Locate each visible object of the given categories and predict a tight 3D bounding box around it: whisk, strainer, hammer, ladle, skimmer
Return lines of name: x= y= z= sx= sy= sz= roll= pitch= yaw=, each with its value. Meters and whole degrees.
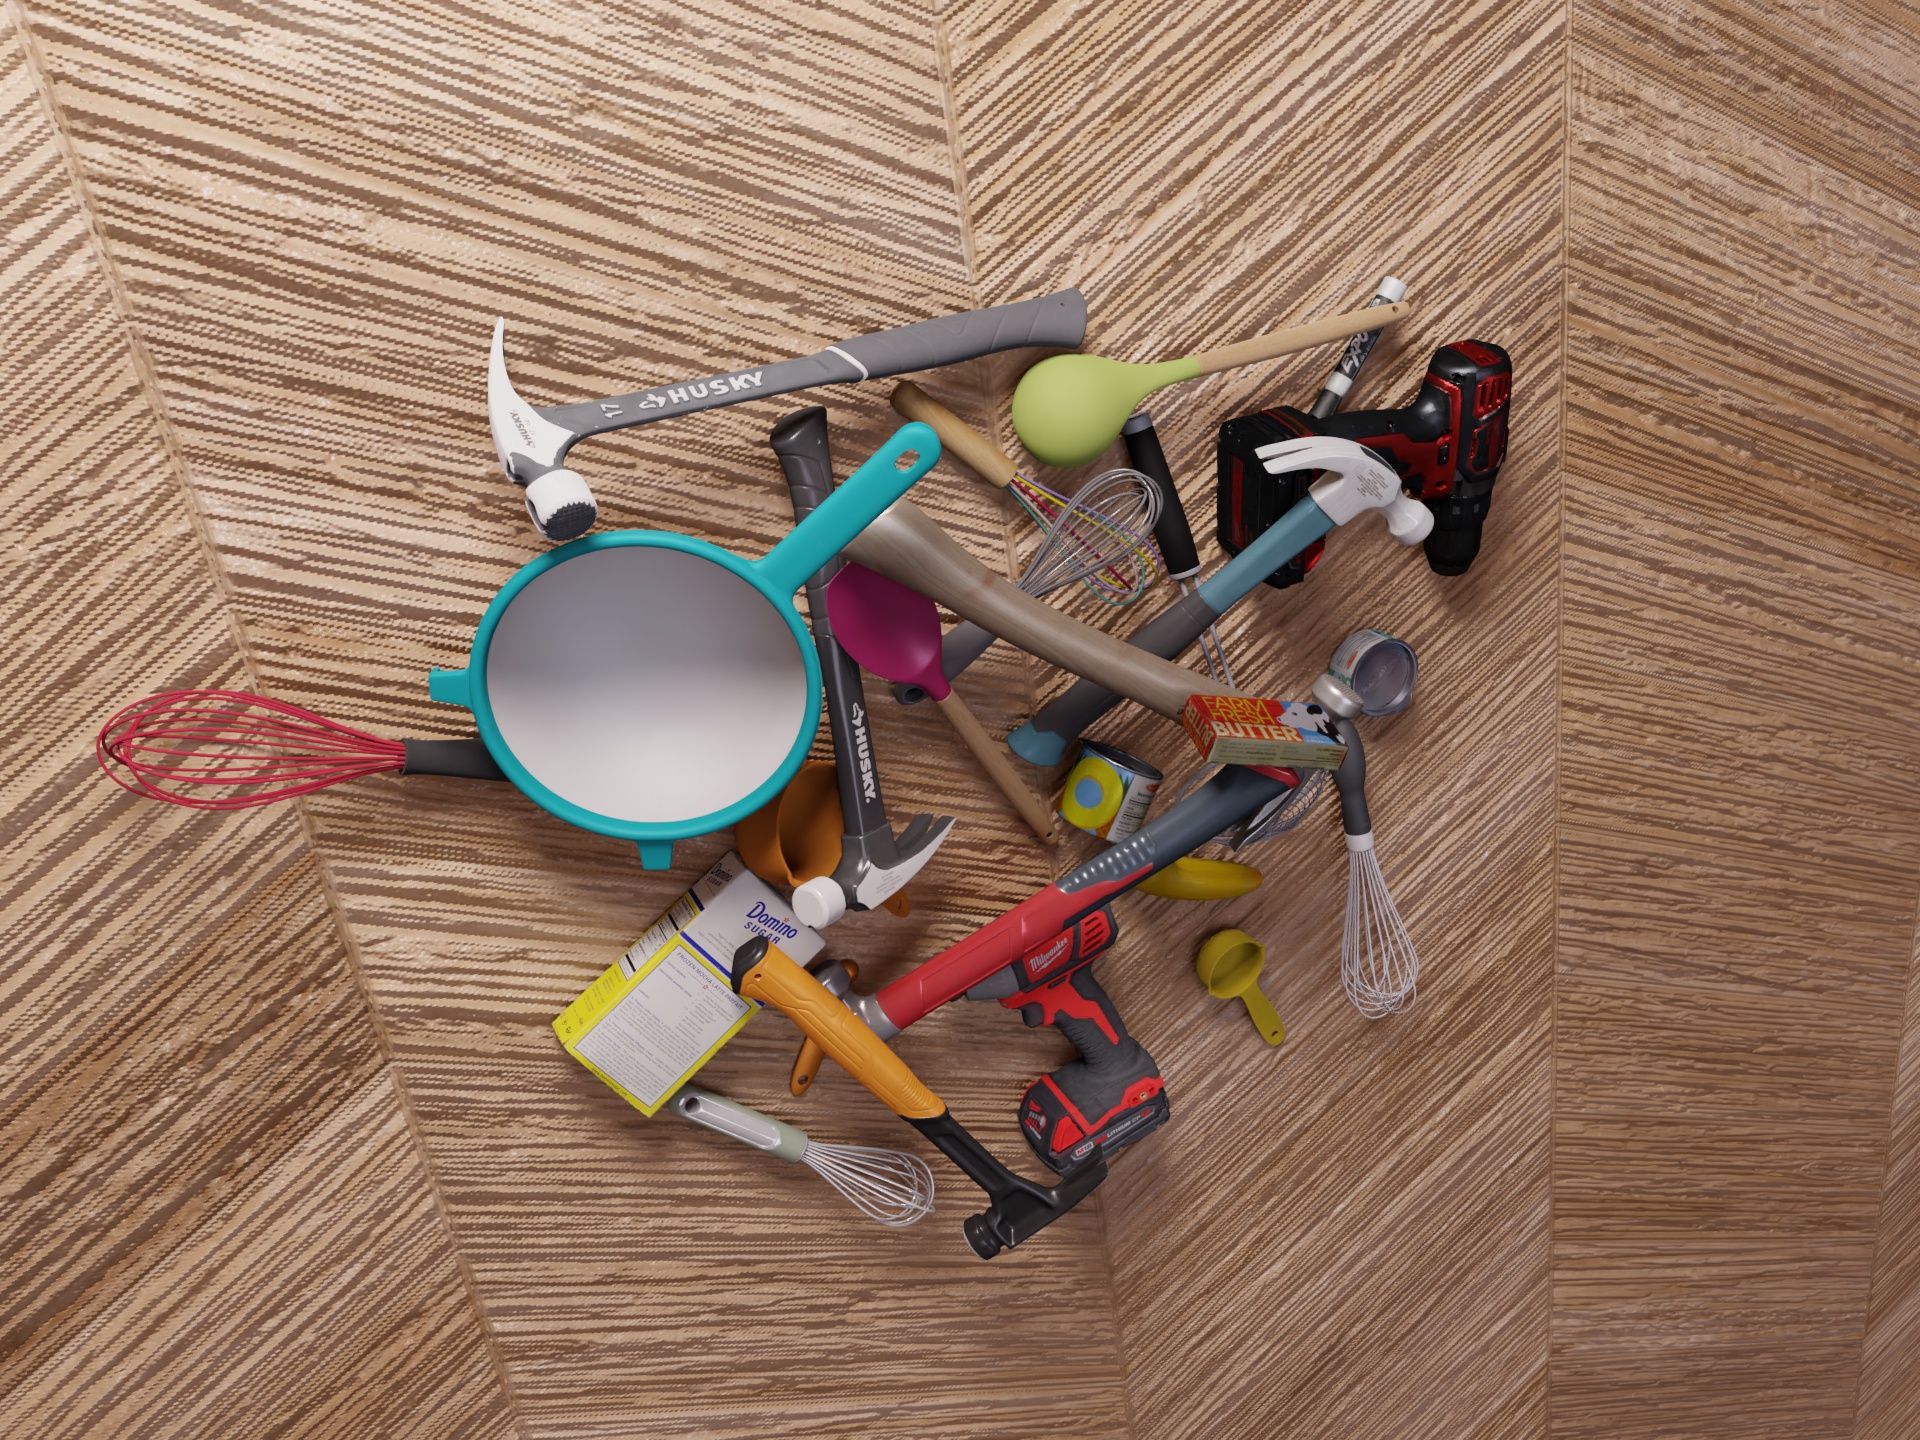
whisk: x=0.045 y=-0.155 z=1.105 sx=0.244 sy=0.047 sz=0.051 roll=34 pitch=91 yaw=-27
strainer: x=-0.145 y=-0.075 z=0.981 sx=0.340 sy=0.095 sz=0.210 roll=-40 pitch=115 yaw=14
hammer: x=-0.036 y=0.265 z=1.150 sx=0.127 sy=0.034 sz=0.336 roll=-38 pitch=114 yaw=13
ladle: x=0.182 y=-0.249 z=1.121 sx=0.320 sy=0.062 sz=0.078 roll=-19 pitch=82 yaw=-21
skimmer: x=0.183 y=-0.062 z=1.207 sx=0.127 sy=0.090 sz=0.363 roll=-21 pitch=107 yaw=2
whisk: x=-0.362 y=0.021 z=0.974 sx=0.295 sy=0.073 sz=0.073 roll=3 pitch=108 yaw=-32
hammer: x=0.079 y=0.146 z=1.147 sx=0.386 sy=0.038 sz=0.143 roll=-33 pitch=109 yaw=11
whisk: x=-0.117 y=0.328 z=1.210 sx=0.246 sy=0.059 sz=0.058 roll=31 pitch=83 yaw=-26
hammer: x=0.087 y=-0.036 z=1.082 sx=0.410 sy=0.038 sz=0.146 roll=25 pitch=111 yaw=-27
whisk: x=0.342 y=0.127 z=1.343 sx=0.070 sy=0.070 sz=0.284 roll=-20 pitch=111 yaw=-17
hammer: x=0.167 y=-0.074 z=1.126 sx=0.331 sy=0.033 sz=0.128 roll=-40 pitch=122 yaw=19
hammer: x=-0.092 y=-0.220 z=0.986 sx=0.409 sy=0.149 sz=0.036 roll=-19 pitch=153 yaw=-27
hammer: x=-0.077 y=-0.040 z=1.064 sx=0.146 sy=0.035 sz=0.334 roll=-24 pitch=111 yaw=-50
whisk: x=0.041 y=-0.087 z=1.091 sx=0.239 sy=0.055 sz=0.055 roll=-40 pitch=123 yaw=18

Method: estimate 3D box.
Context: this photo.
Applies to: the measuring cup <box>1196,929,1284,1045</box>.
measuring cup: x=0.243 y=0.231 z=1.358 sx=0.062 sy=0.029 sz=0.156 roll=-40 pitch=132 yaw=-6

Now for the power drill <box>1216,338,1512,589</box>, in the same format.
power drill: x=0.308 y=-0.170 z=1.187 sx=0.226 sy=0.080 sz=0.187 roll=-19 pitch=128 yaw=-16

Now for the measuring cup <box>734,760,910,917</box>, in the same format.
measuring cup: x=-0.095 y=0.093 z=1.122 sx=0.173 sy=0.052 sz=0.095 roll=51 pitch=53 yaw=-45

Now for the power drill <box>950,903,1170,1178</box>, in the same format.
power drill: x=0.074 y=0.242 z=1.250 sx=0.143 sy=0.079 sz=0.219 roll=-26 pitch=115 yaw=-14

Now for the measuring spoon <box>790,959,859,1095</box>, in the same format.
measuring spoon: x=-0.103 y=0.234 z=1.199 sx=0.021 sy=0.011 sz=0.117 roll=17 pitch=101 yaw=-29

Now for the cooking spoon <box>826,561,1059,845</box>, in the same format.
cooking spoon: x=-0.002 y=-0.004 z=1.116 sx=0.069 sy=0.017 sz=0.318 roll=-43 pitch=131 yaw=-7
